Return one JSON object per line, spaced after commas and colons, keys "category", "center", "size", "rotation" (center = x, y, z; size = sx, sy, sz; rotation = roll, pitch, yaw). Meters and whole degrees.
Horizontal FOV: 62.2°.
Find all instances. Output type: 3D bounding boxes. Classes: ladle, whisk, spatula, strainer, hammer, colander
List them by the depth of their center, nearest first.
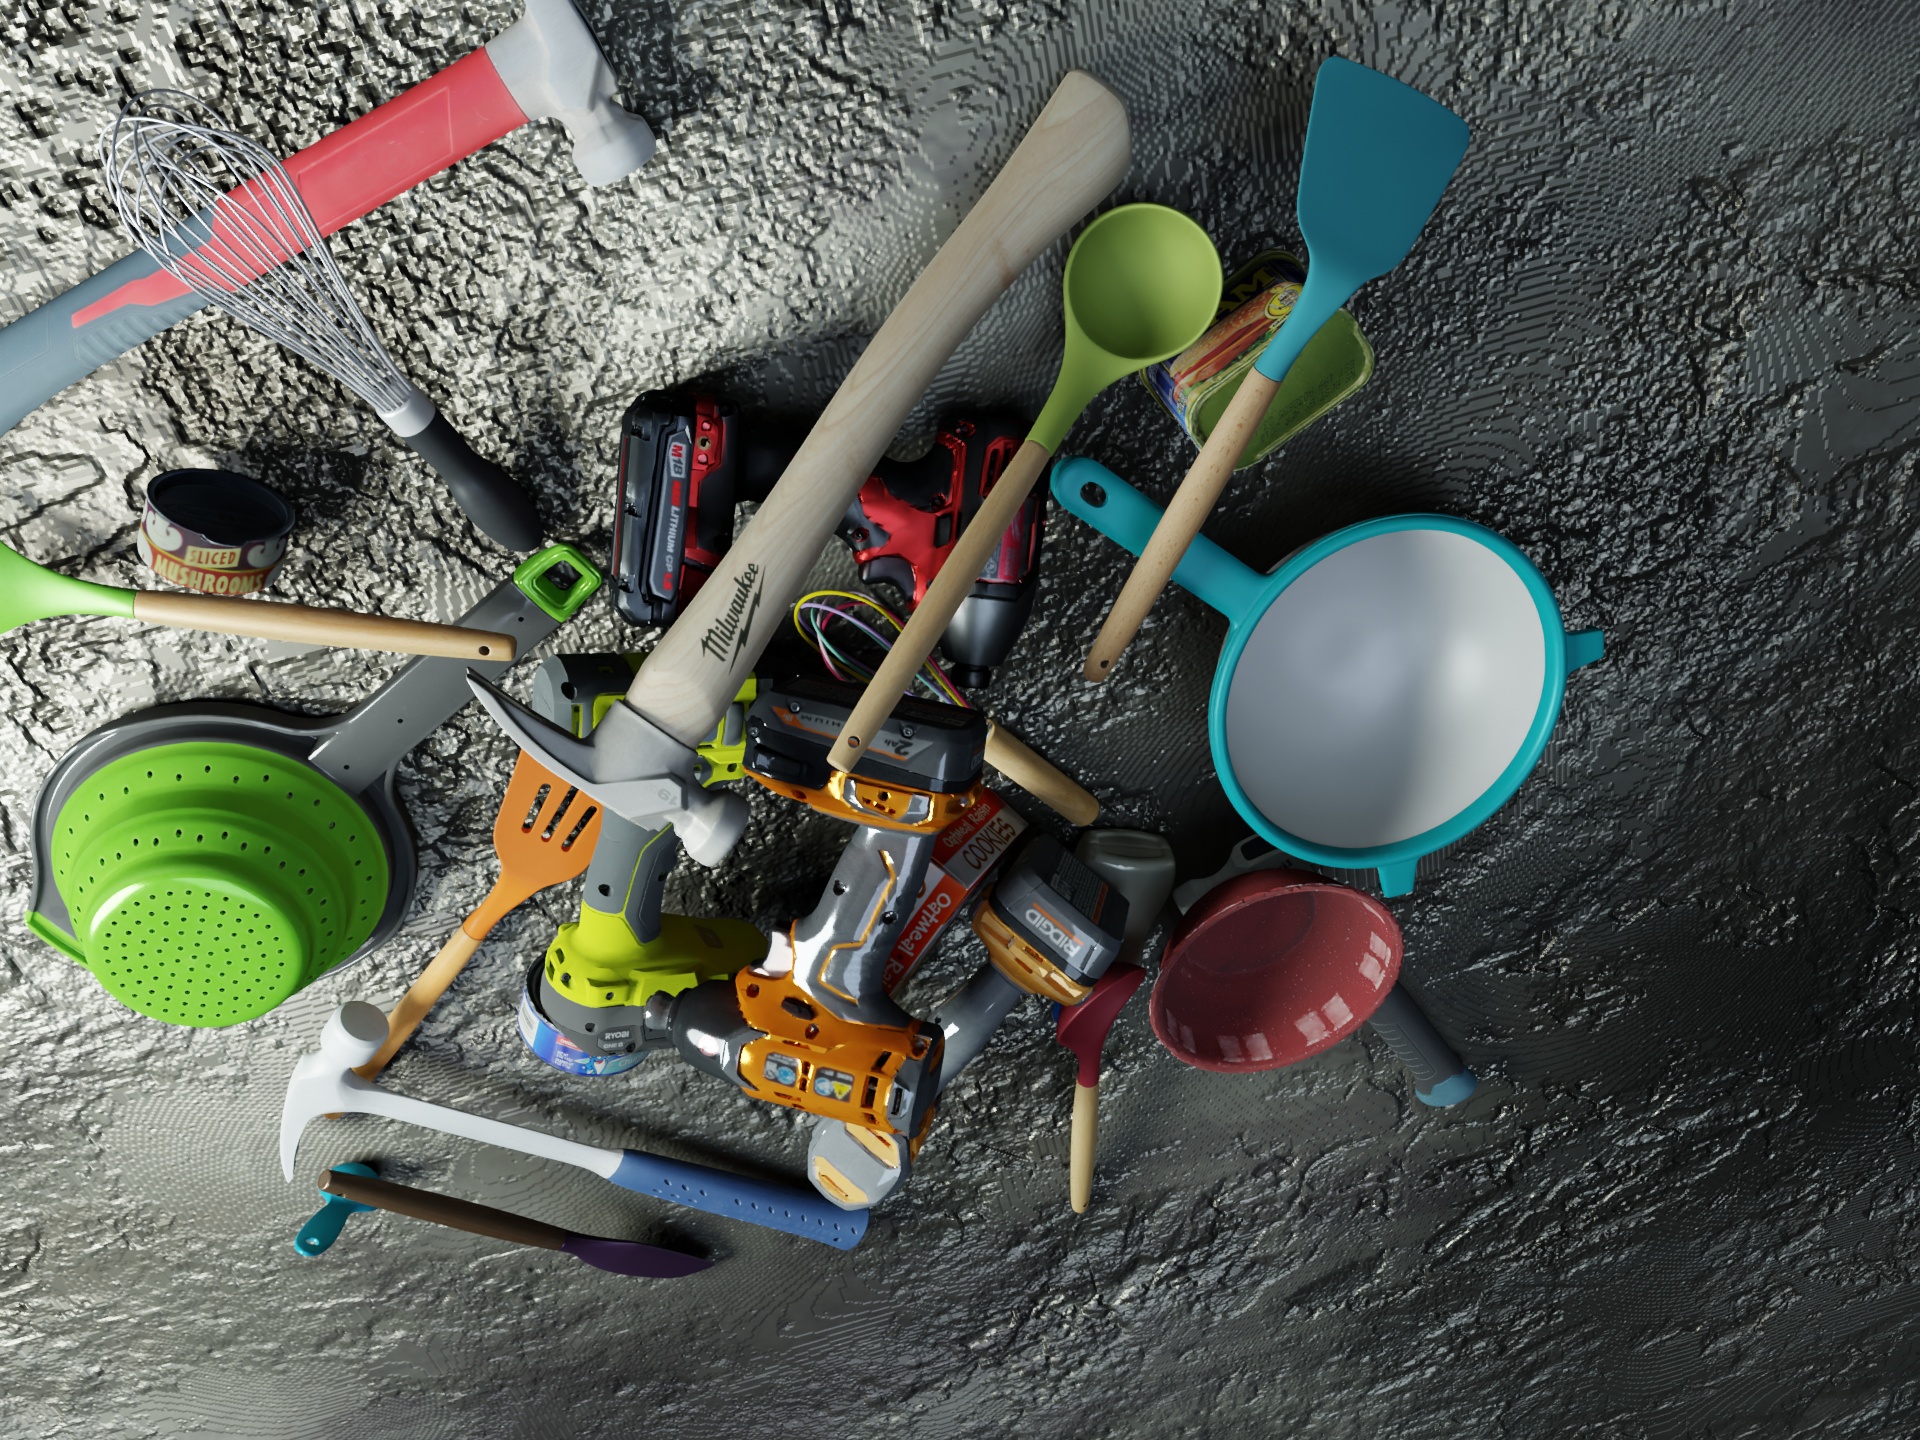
{"category": "hammer", "center": [-0.339, -0.225, 0.710], "size": [0.386, 0.038, 0.143], "rotation": [-27, 122, 6]}
{"category": "whisk", "center": [-0.271, -0.163, 0.719], "size": [0.070, 0.070, 0.284], "rotation": [-27, 144, 6]}
{"category": "hammer", "center": [-0.059, -0.136, 0.746], "size": [0.146, 0.038, 0.410], "rotation": [35, 88, -21]}
{"category": "spatula", "center": [0.134, -0.149, 0.766], "size": [0.082, 0.044, 0.317], "rotation": [16, 122, -21]}
{"category": "ladle", "center": [0.026, -0.113, 0.769], "size": [0.078, 0.062, 0.320], "rotation": [32, 80, -4]}
{"category": "colander", "center": [-0.344, 0.050, 0.850], "size": [0.397, 0.095, 0.204], "rotation": [-37, 122, 13]}
{"category": "strainer", "center": [0.180, -0.058, 0.896], "size": [0.340, 0.095, 0.211], "rotation": [31, 103, -20]}
{"category": "whisk", "center": [0.000, -0.003, 0.922], "size": [0.244, 0.051, 0.047], "rotation": [37, 103, -32]}
{"category": "spatula", "center": [-0.304, 0.136, 0.959], "size": [0.081, 0.041, 0.322], "rotation": [30, 116, -27]}
{"category": "spatula", "center": [-0.286, 0.338, 1.049], "size": [0.060, 0.018, 0.315], "rotation": [-26, 141, 25]}
{"category": "hammer", "center": [-0.242, 0.292, 1.049], "size": [0.405, 0.035, 0.144], "rotation": [25, 121, -28]}
{"category": "ladle", "center": [0.087, 0.257, 1.080], "size": [0.069, 0.031, 0.315], "rotation": [-28, 142, -23]}
{"category": "hammer", "center": [0.275, 0.176, 1.085], "size": [0.128, 0.033, 0.330], "rotation": [-34, 127, 12]}

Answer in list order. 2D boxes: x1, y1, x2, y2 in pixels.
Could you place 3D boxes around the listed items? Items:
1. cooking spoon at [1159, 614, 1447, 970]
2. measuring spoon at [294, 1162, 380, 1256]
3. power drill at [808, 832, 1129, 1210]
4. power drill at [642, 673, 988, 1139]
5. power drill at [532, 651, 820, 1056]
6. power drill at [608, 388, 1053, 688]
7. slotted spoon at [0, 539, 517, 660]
{"category": "cooking spoon", "center": [0.231, 0.054, 1.020], "size": [0.068, 0.017, 0.319], "rotation": [32, 111, -18]}
{"category": "measuring spoon", "center": [-0.389, 0.302, 0.994], "size": [0.042, 0.128, 0.021], "rotation": [25, 89, -8]}
{"category": "power drill", "center": [0.005, 0.178, 0.973], "size": [0.084, 0.185, 0.226], "rotation": [40, 101, 2]}
{"category": "power drill", "center": [-0.077, 0.095, 0.836], "size": [0.164, 0.084, 0.226], "rotation": [12, 101, 9]}
{"category": "power drill", "center": [-0.154, 0.068, 0.896], "size": [0.171, 0.080, 0.223], "rotation": [-3, 114, -28]}
{"category": "power drill", "center": [-0.063, -0.092, 0.812], "size": [0.219, 0.079, 0.143], "rotation": [4, 100, -17]}
{"category": "slotted spoon", "center": [-0.381, -0.056, 0.791], "size": [0.313, 0.031, 0.070], "rotation": [7, 117, -8]}
